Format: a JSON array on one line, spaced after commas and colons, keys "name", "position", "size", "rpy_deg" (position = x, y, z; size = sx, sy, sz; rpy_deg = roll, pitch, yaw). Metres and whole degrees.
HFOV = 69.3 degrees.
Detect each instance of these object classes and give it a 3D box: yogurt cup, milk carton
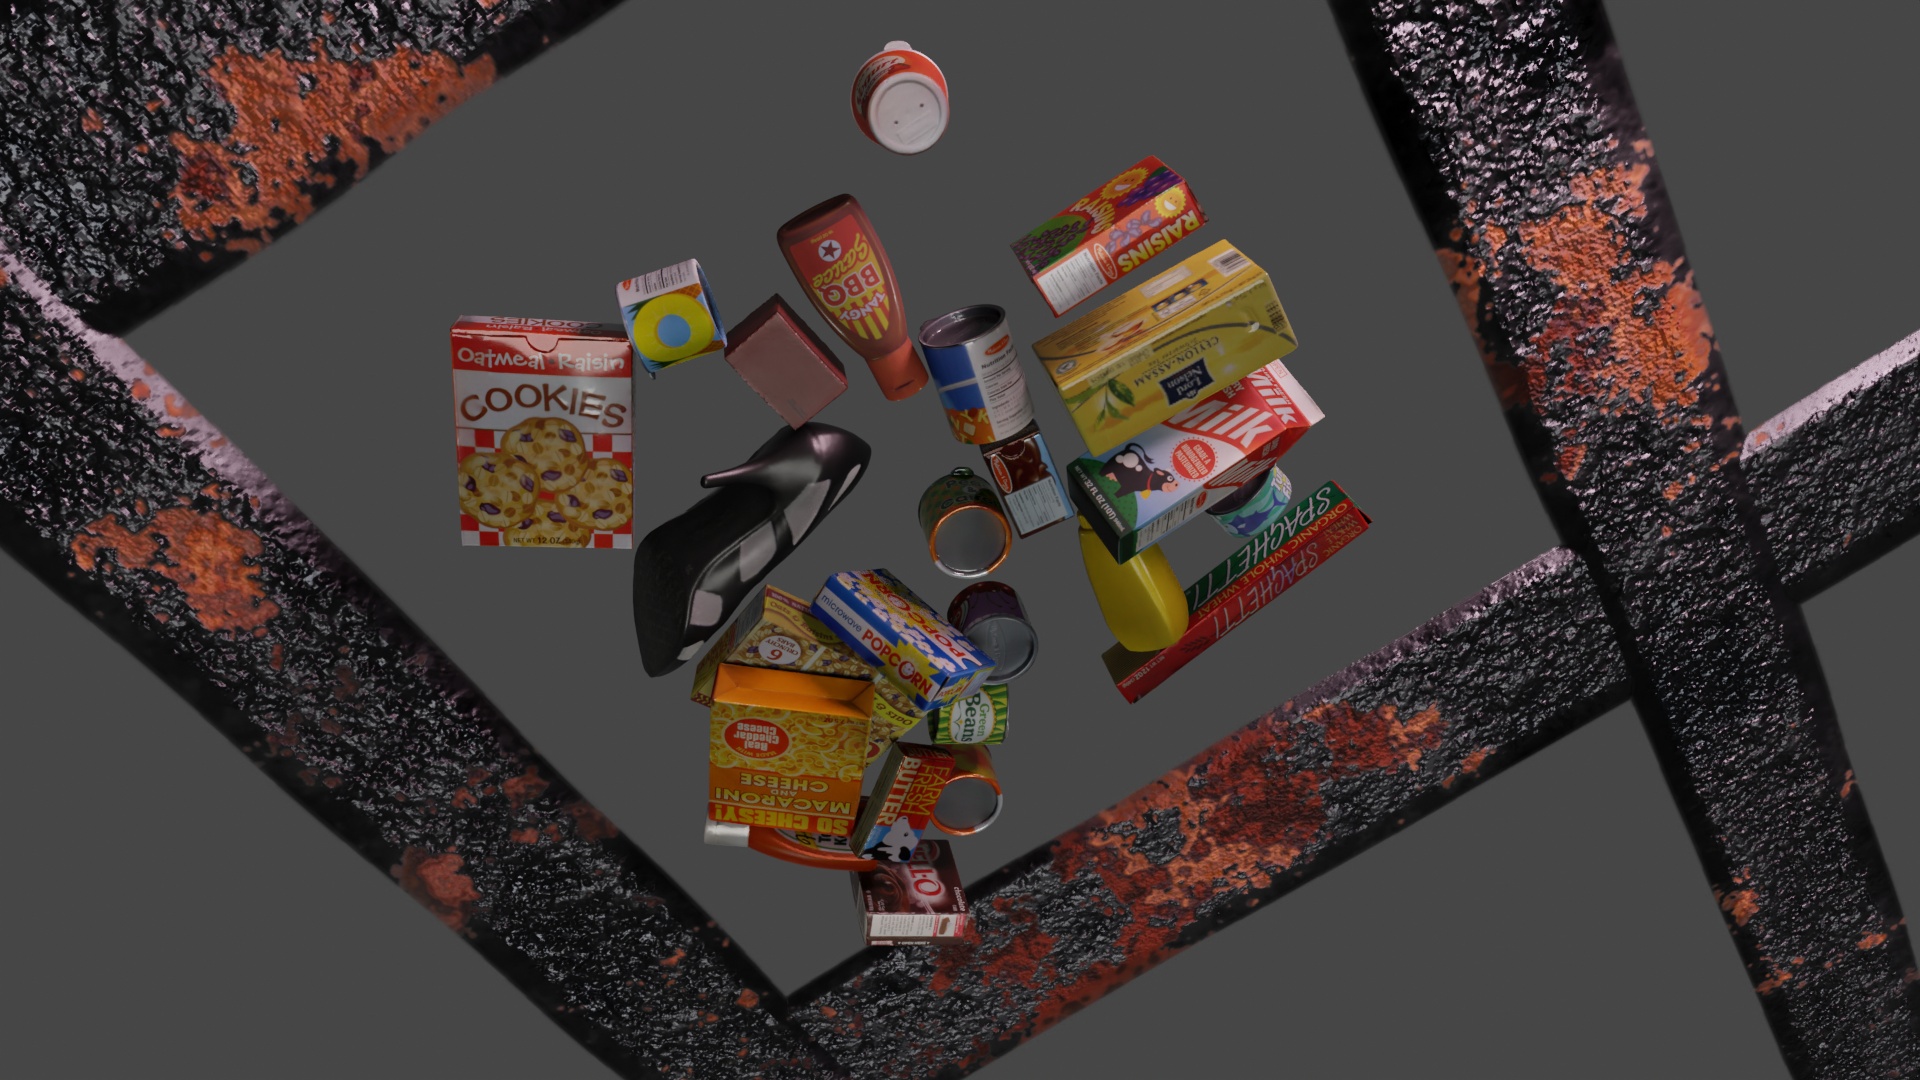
[{"name": "yogurt cup", "position": [-0.038, -0.292, 0.935], "size": [0.072, 0.054, 0.072], "rpy_deg": [-5, 119, -8]}, {"name": "milk carton", "position": [0.178, -0.069, 1.052], "size": [0.191, 0.072, 0.073], "rpy_deg": [-33, 162, -5]}]

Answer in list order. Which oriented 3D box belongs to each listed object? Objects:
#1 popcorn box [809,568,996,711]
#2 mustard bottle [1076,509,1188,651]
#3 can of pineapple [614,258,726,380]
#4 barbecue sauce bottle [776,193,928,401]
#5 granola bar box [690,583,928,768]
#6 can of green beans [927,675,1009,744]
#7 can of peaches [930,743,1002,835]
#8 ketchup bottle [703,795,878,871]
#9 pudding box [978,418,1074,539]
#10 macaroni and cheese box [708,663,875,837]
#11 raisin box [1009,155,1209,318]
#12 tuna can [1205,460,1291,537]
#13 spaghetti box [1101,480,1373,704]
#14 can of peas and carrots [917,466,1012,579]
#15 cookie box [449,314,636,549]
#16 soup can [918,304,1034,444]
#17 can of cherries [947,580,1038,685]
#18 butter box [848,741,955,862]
[{"name": "popcorn box", "position": [-0.044, 0.074, 1.070], "size": [0.127, 0.085, 0.038], "rpy_deg": [39, 107, 19]}, {"name": "mustard bottle", "position": [0.131, 0.013, 1.120], "size": [0.065, 0.049, 0.159], "rpy_deg": [-11, 113, 37]}, {"name": "can of pineapple", "position": [-0.200, -0.155, 0.968], "size": [0.058, 0.071, 0.070], "rpy_deg": [-19, 119, -1]}, {"name": "barbecue sauce bottle", "position": [-0.071, -0.170, 0.997], "size": [0.065, 0.044, 0.148], "rpy_deg": [-27, 119, 4]}, {"name": "granola bar box", "position": [-0.115, 0.115, 1.116], "size": [0.165, 0.039, 0.123], "rpy_deg": [27, 130, -22]}, {"name": "can of green beans", "position": [0.005, 0.137, 1.157], "size": [0.058, 0.071, 0.071], "rpy_deg": [2, 117, -11]}, {"name": "can of peaches", "position": [-0.002, 0.211, 1.198], "size": [0.071, 0.058, 0.071], "rpy_deg": [-5, 118, -9]}, {"name": "ketchup bottle", "position": [-0.143, 0.247, 1.190], "size": [0.149, 0.065, 0.043], "rpy_deg": [5, 144, -6]}, {"name": "pudding box", "position": [0.053, -0.048, 1.091], "size": [0.049, 0.030, 0.083], "rpy_deg": [-24, 119, 3]}, {"name": "macaroni and cheese box", "position": [-0.138, 0.171, 1.116], "size": [0.124, 0.040, 0.165], "rpy_deg": [8, 135, -4]}, {"name": "raisin box", "position": [0.103, -0.216, 0.982], "size": [0.123, 0.086, 0.040], "rpy_deg": [-32, 117, 7]}, {"name": "tuna can", "position": [0.230, -0.038, 1.108], "size": [0.071, 0.071, 0.032], "rpy_deg": [-42, 118, 12]}, {"name": "spaghetti box", "position": [0.227, 0.043, 1.160], "size": [0.250, 0.050, 0.028], "rpy_deg": [-39, 119, 10]}, {"name": "can of peas and carrots", "position": [0.004, -0.014, 1.083], "size": [0.071, 0.059, 0.070], "rpy_deg": [-5, 118, -9]}, {"name": "cookie box", "position": [-0.298, -0.076, 1.004], "size": [0.123, 0.040, 0.166], "rpy_deg": [1, 117, -11]}, {"name": "soup can", "position": [0.011, -0.123, 1.027], "size": [0.071, 0.071, 0.083], "rpy_deg": [-20, 120, 0]}, {"name": "can of cherries", "position": [0.023, 0.074, 1.133], "size": [0.071, 0.058, 0.071], "rpy_deg": [-5, 119, -8]}, {"name": "butter box", "position": [-0.048, 0.217, 1.148], "size": [0.053, 0.024, 0.103], "rpy_deg": [14, 106, -35]}]
